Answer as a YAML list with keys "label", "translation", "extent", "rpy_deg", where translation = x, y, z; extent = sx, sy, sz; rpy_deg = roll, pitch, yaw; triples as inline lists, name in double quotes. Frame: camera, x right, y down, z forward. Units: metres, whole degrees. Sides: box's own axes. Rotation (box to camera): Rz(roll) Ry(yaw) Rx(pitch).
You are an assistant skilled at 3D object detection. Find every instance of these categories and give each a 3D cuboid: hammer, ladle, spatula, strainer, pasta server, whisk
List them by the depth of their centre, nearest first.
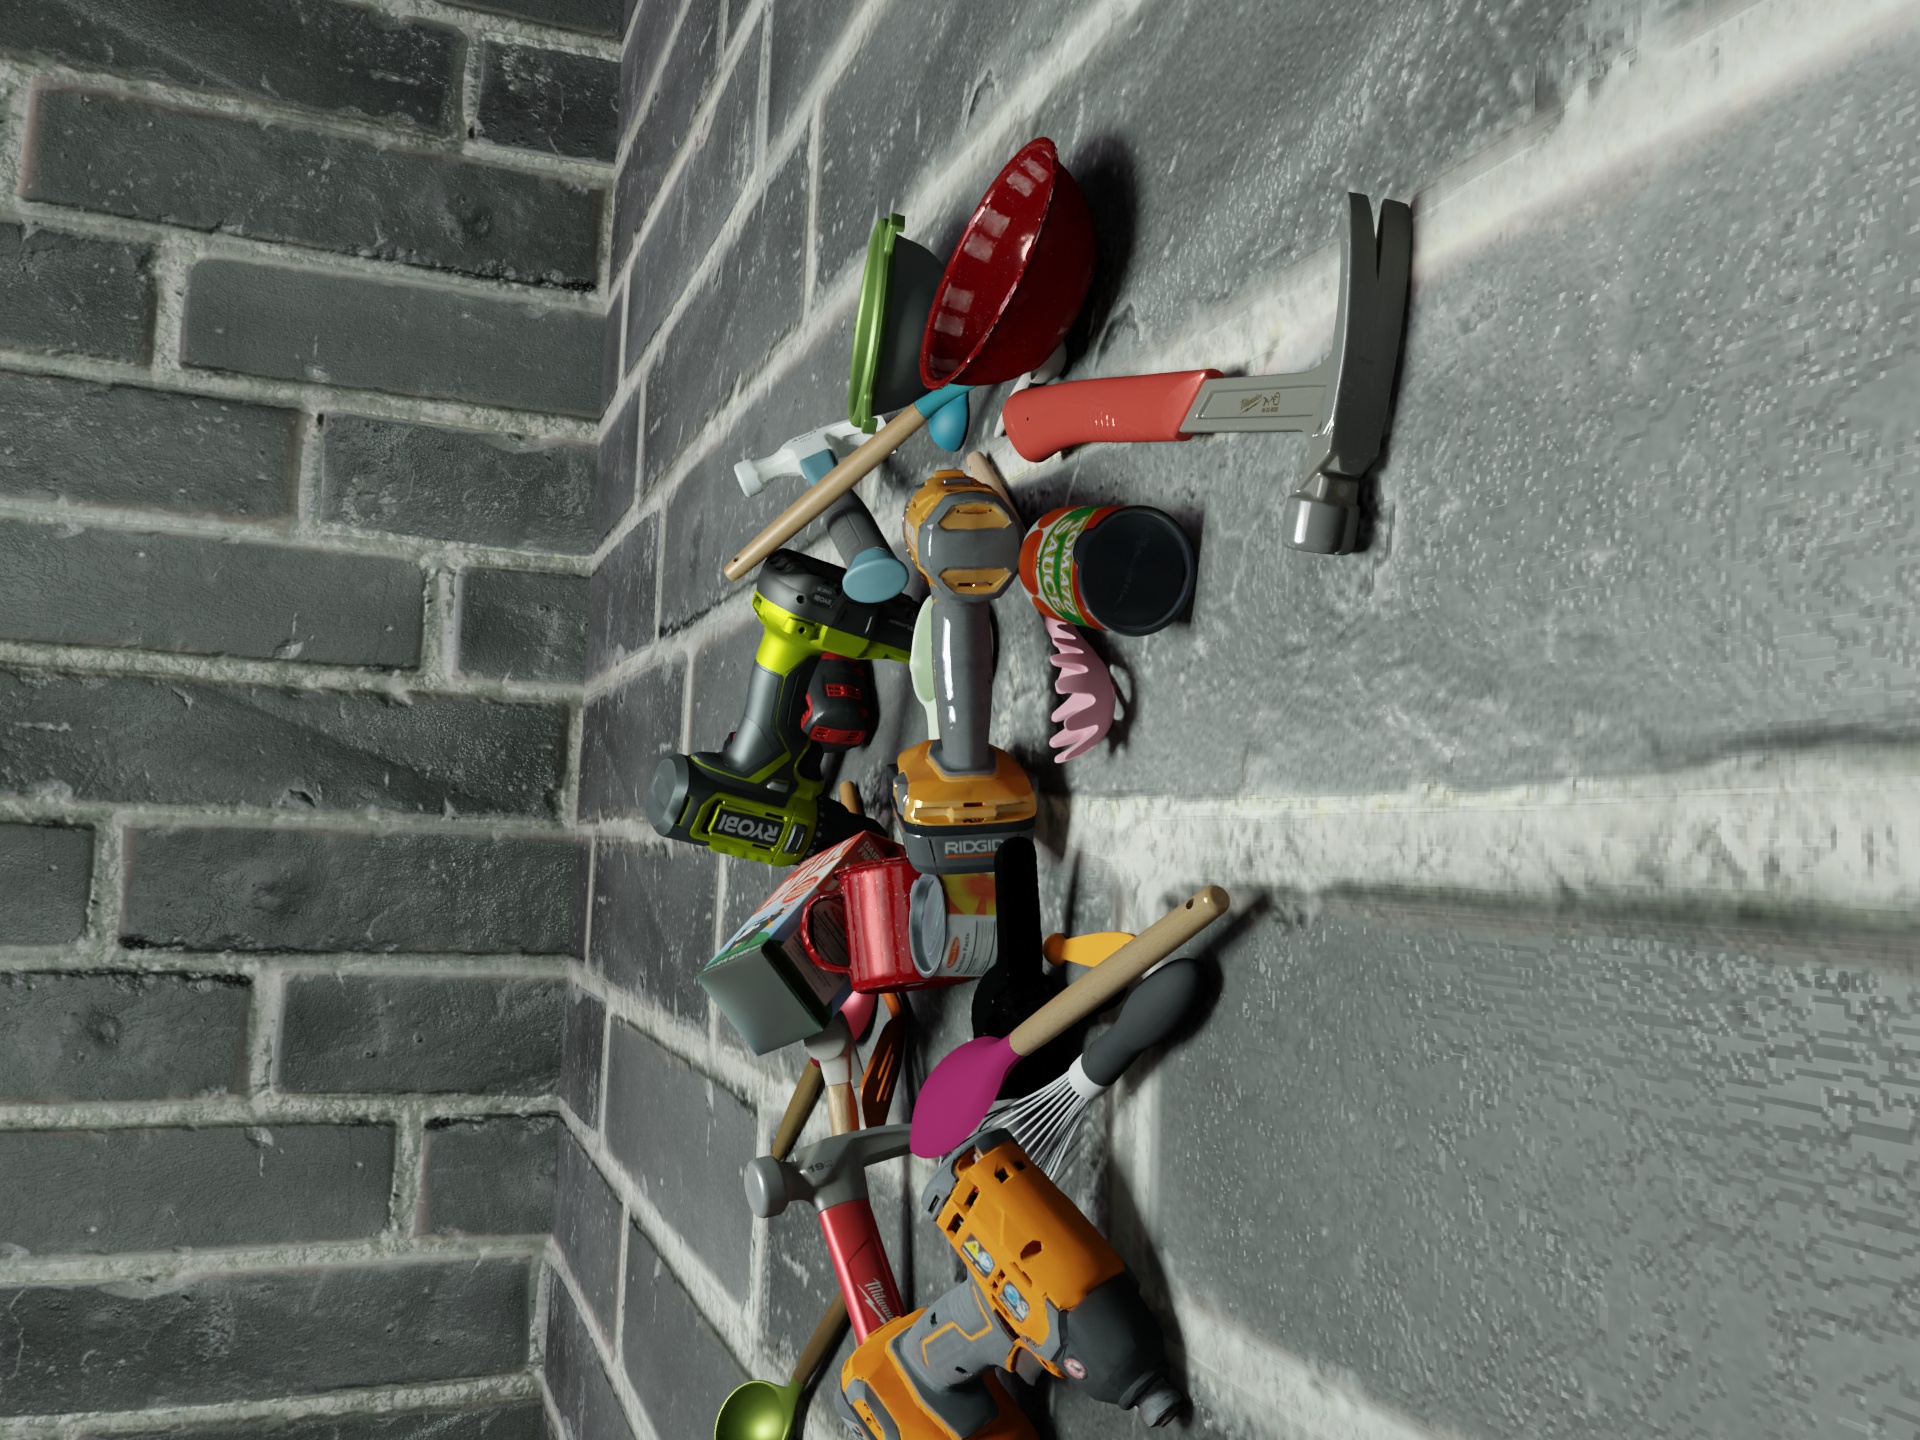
- label: "hammer"
  translation: [0.106, -0.172, 0.824]
  extent: [0.359, 0.036, 0.149]
  rpy_deg: [-155, 70, -67]
- label: "whisk"
  translation: [0.056, 0.206, 0.858]
  extent: [0.284, 0.070, 0.070]
  rpy_deg: [123, 145, -43]
- label: "hammer"
  translation: [-0.012, 0.434, 0.965]
  extent: [0.387, 0.143, 0.038]
  rpy_deg: [67, 149, 29]
- label: "pasta server"
  translation: [0.039, -0.086, 0.980]
  extent: [0.317, 0.040, 0.060]
  rpy_deg: [-111, 14, -50]
- label: "spatula"
  translation: [-0.054, -0.204, 1.093]
  extent: [0.317, 0.044, 0.082]
  rpy_deg: [-38, 41, 16]
- label: "hammer"
  translation: [-0.071, 0.373, 1.128]
  extent: [0.130, 0.031, 0.331]
  rpy_deg: [89, 173, -81]
- label: "hammer"
  translation: [-0.091, -0.160, 1.191]
  extent: [0.331, 0.128, 0.033]
  rpy_deg: [-118, 4, -61]
- label: "strainer"
  translation: [-0.045, -0.299, 1.221]
  extent: [0.256, 0.069, 0.151]
  rpy_deg: [-116, 34, -75]
- label: "spatula"
  translation: [-0.075, 0.169, 1.224]
  extent: [0.080, 0.041, 0.323]
  rpy_deg: [82, 175, -46]
- label: "ladle"
  translation: [-0.134, 0.523, 1.296]
  extent: [0.078, 0.062, 0.320]
  rpy_deg: [-110, 34, -42]
- label: "ladle"
  translation: [-0.125, 0.301, 1.357]
  extent: [0.315, 0.031, 0.069]
  rpy_deg: [114, 152, -45]

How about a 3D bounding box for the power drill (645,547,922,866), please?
- label: "power drill"
  translation: [-0.108, 0.004, 1.186]
  extent: [0.080, 0.190, 0.228]
  rpy_deg: [42, 112, 57]

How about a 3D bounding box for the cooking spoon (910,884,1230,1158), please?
- label: "cooking spoon"
  translation: [0.044, 0.161, 0.841]
  extent: [0.318, 0.017, 0.069]
  rpy_deg: [-47, 25, 46]

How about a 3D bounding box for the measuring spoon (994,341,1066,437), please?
- label: "measuring spoon"
  translation: [0.045, -0.212, 1.027]
  extent: [0.124, 0.018, 0.034]
  rpy_deg: [133, 152, -68]

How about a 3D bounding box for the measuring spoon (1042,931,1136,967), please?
- label: "measuring spoon"
  translation: [0.071, 0.129, 0.890]
  extent: [0.117, 0.011, 0.021]
  rpy_deg: [162, 111, -68]

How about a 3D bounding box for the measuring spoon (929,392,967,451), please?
- label: "measuring spoon"
  translation: [-0.004, -0.258, 1.145]
  extent: [0.042, 0.021, 0.128]
  rpy_deg: [-133, 50, -63]

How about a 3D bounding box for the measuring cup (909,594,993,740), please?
- label: "measuring cup"
  translation: [-0.002, -0.003, 1.074]
  extent: [0.083, 0.038, 0.168]
  rpy_deg: [147, 123, -64]

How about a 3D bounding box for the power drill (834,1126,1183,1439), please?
- label: "power drill"
  translation: [0.025, 0.346, 0.850]
  extent: [0.164, 0.084, 0.226]
  rpy_deg: [44, 131, 28]

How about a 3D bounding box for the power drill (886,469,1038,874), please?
- label: "power drill"
  translation: [-0.004, -0.040, 0.973]
  extent: [0.185, 0.084, 0.226]
  rpy_deg: [-119, 27, -73]

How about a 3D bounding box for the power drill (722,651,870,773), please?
- label: "power drill"
  translation: [-0.140, 0.003, 1.385]
  extent: [0.219, 0.078, 0.143]
  rpy_deg: [122, 145, -46]
